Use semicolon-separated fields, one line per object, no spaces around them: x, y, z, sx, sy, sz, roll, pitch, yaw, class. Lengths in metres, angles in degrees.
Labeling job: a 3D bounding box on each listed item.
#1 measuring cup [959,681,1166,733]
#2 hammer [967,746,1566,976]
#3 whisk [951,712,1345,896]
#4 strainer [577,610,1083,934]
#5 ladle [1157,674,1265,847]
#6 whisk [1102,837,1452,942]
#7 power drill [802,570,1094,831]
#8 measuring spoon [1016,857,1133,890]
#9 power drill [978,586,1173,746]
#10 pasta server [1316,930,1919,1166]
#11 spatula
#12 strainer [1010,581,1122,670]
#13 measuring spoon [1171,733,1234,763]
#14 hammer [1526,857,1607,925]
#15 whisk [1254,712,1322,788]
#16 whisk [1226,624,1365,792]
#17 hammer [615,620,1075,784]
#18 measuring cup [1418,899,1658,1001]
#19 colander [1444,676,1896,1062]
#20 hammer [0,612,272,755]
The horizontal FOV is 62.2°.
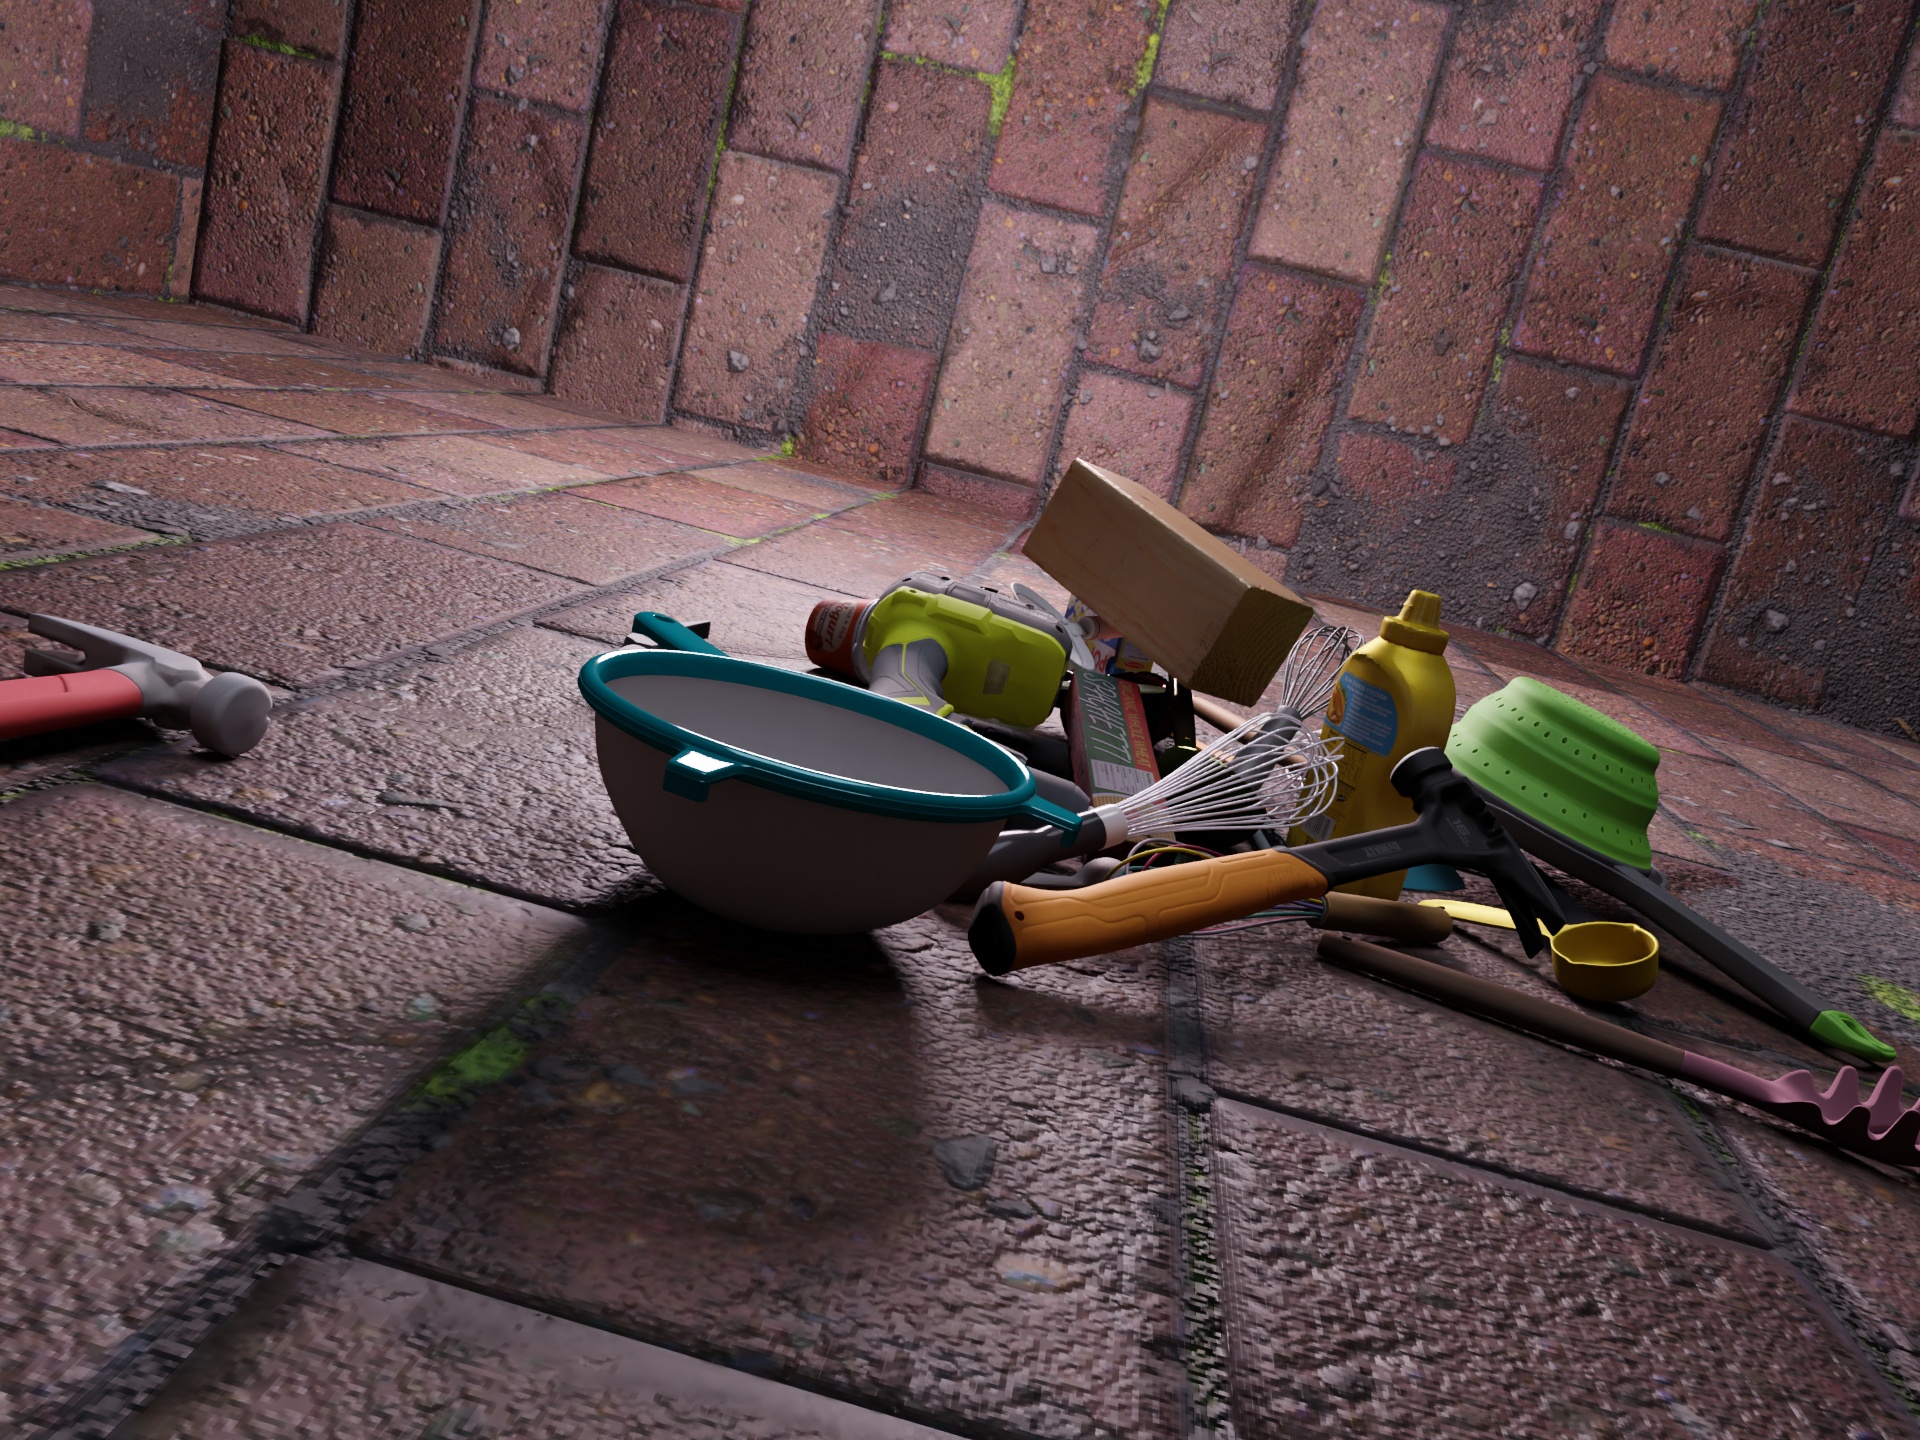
0.066;-0.009;1.159;0.167;0.038;0.083;0;13;-3;measuring cup
0.155;0.087;0.796;0.336;0.034;0.127;-7;52;-31;hammer
0.104;0.051;0.877;0.284;0.070;0.070;-15;26;-31;whisk
-0.108;0.024;0.779;0.210;0.095;0.341;9;11;-31;strainer
0.168;0.001;1.130;0.078;0.062;0.320;45;19;-13;ladle
0.182;0.100;0.875;0.244;0.047;0.051;11;11;-29;whisk
-0.002;-0.003;0.974;0.190;0.080;0.229;18;27;4;power drill
0.041;0.080;0.861;0.124;0.018;0.034;8;14;-24;measuring spoon
0.072;-0.037;1.284;0.220;0.078;0.143;25;18;30;power drill
0.337;0.157;0.802;0.316;0.040;0.060;17;15;21;pasta server
0.246;0.041;1.177;0.082;0.044;0.318;5;16;-26;spatula
0.092;-0.068;1.214;0.087;0.050;0.258;52;25;14;strainer
0.210;0.023;1.307;0.021;0.011;0.117;3;16;-39;measuring spoon
0.378;0.090;1.146;0.149;0.036;0.409;12;13;-2;hammer
0.278;0.022;1.313;0.059;0.058;0.246;-18;9;2;whisk
0.237;-0.002;1.168;0.055;0.055;0.239;20;44;26;whisk
-0.064;-0.008;1.093;0.335;0.035;0.146;15;13;2;hammer
0.338;0.134;0.944;0.062;0.029;0.157;-19;17;-32;measuring cup
0.449;0.071;1.042;0.204;0.094;0.398;17;18;-36;colander
-0.460;0.004;0.610;0.143;0.038;0.386;16;13;16;hammer
